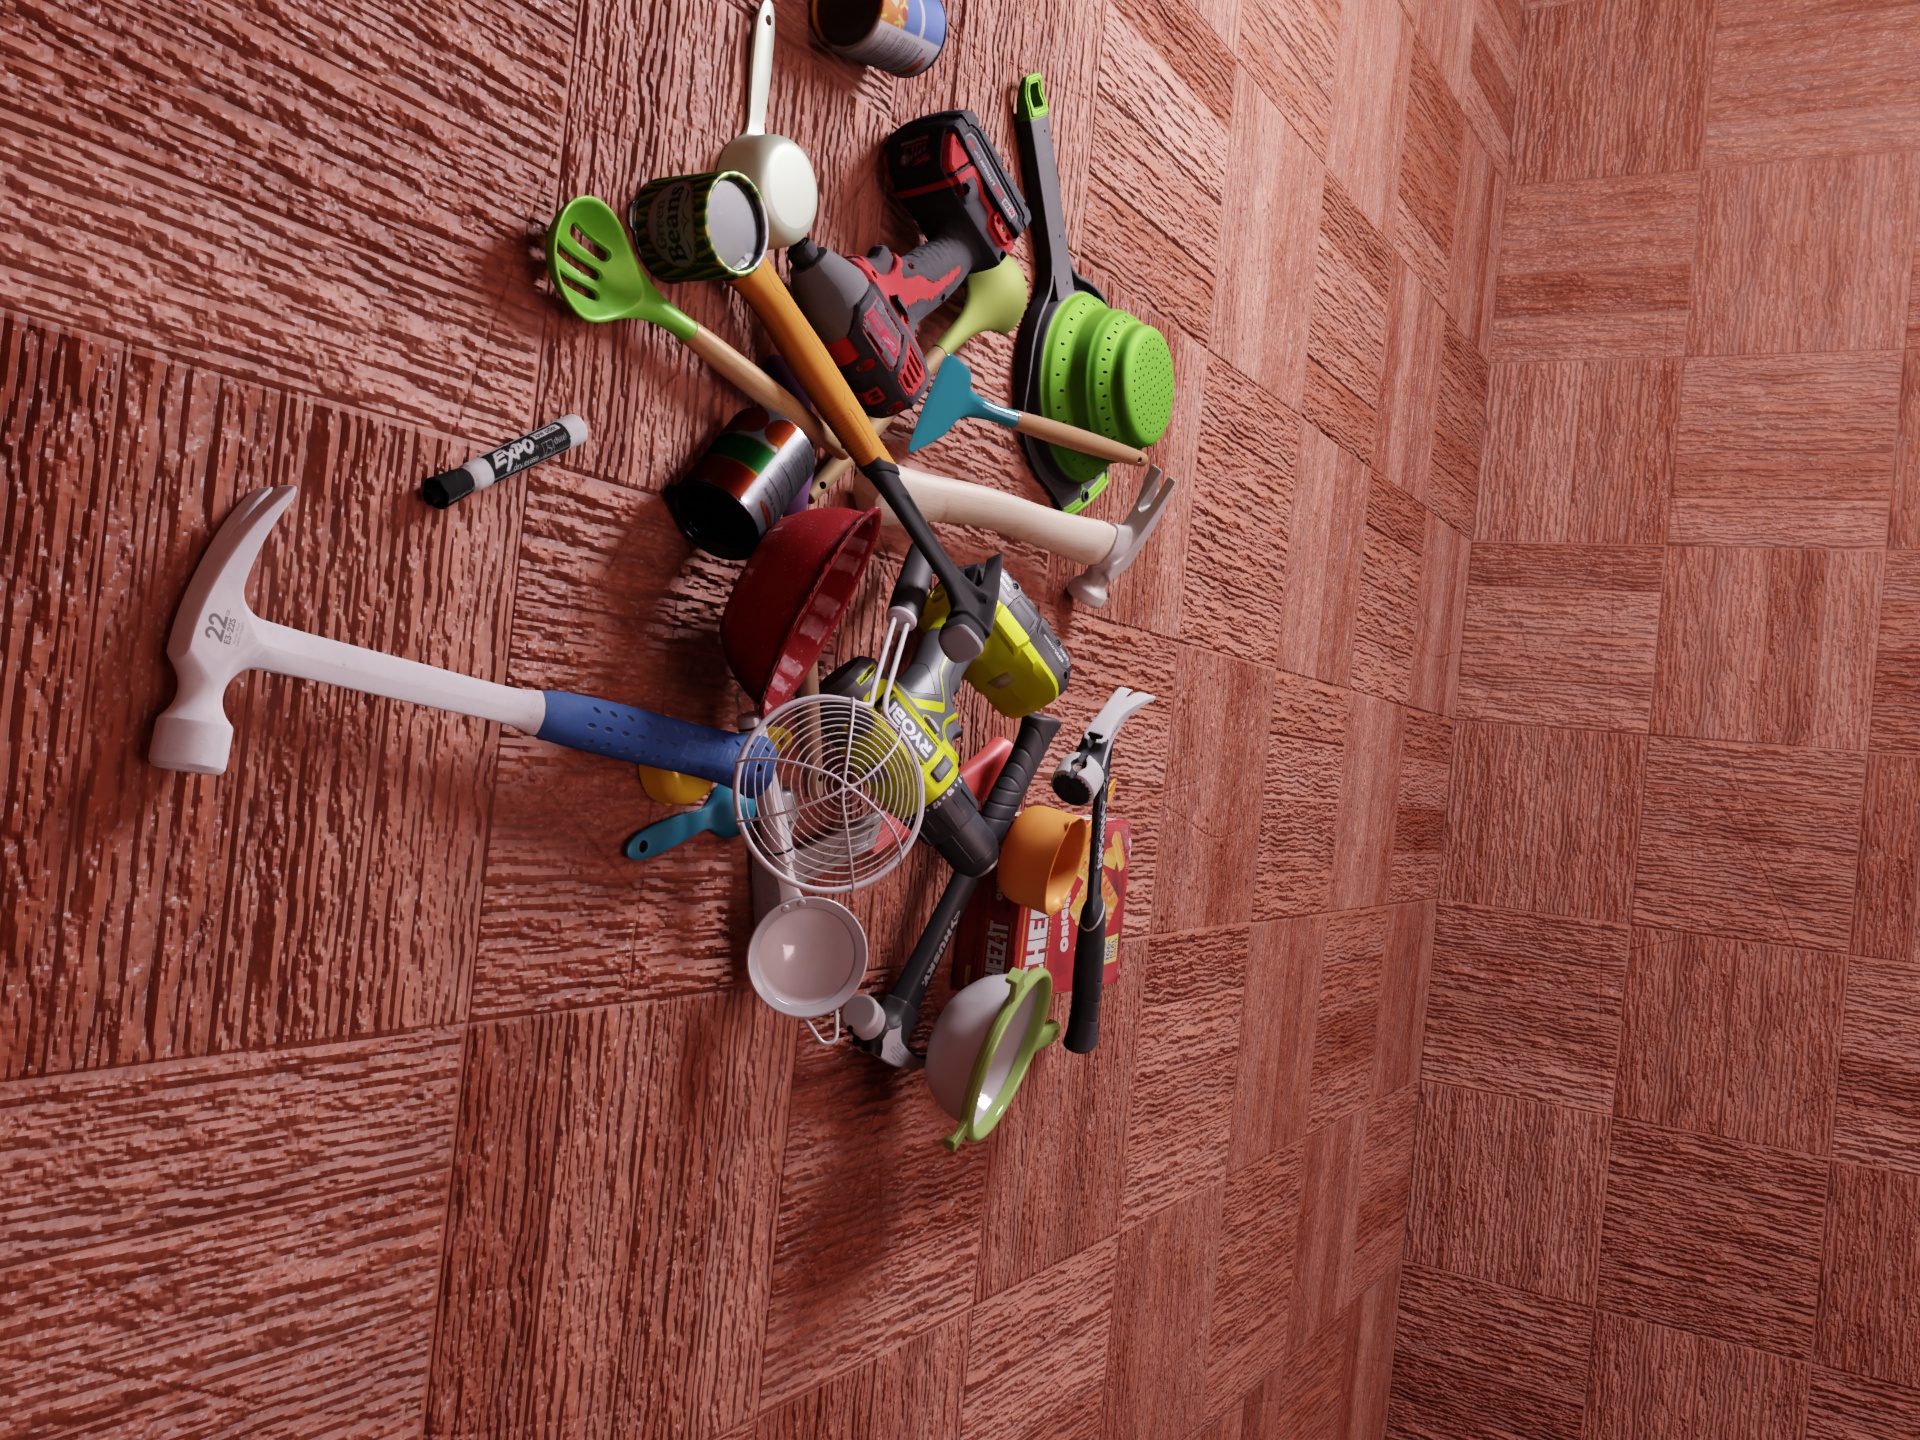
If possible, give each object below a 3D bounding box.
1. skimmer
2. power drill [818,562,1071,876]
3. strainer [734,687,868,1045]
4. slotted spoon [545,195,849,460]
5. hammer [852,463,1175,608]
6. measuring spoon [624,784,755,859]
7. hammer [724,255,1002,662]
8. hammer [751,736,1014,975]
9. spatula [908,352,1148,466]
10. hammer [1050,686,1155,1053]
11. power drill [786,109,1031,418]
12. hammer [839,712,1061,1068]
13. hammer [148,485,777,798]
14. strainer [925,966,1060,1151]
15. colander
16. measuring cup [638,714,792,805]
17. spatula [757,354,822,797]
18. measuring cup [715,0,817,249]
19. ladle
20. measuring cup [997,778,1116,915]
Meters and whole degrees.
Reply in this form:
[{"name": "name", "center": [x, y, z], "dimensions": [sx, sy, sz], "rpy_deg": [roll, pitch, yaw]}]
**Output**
[{"name": "skimmer", "center": [-0.067, -0.023, 1.126], "dimensions": [0.127, 0.090, 0.364], "rpy_deg": [32, 30, -12]}, {"name": "power drill", "center": [-0.002, -0.004, 1.259], "dimensions": [0.190, 0.080, 0.229], "rpy_deg": [52, 43, -13]}, {"name": "strainer", "center": [-0.123, 0.101, 1.109], "dimensions": [0.087, 0.050, 0.258], "rpy_deg": [-15, 103, -16]}, {"name": "slotted spoon", "center": [-0.163, -0.240, 1.039], "dimensions": [0.313, 0.031, 0.070], "rpy_deg": [30, 70, -55]}, {"name": "hammer", "center": [0.051, -0.182, 1.368], "dimensions": [0.410, 0.038, 0.146], "rpy_deg": [4, 123, -56]}, {"name": "measuring spoon", "center": [-0.178, 0.072, 1.078], "dimensions": [0.128, 0.021, 0.042], "rpy_deg": [-24, 115, -57]}, {"name": "hammer", "center": [-0.068, -0.202, 1.133], "dimensions": [0.336, 0.034, 0.127], "rpy_deg": [55, 26, -27]}, {"name": "hammer", "center": [-0.047, 0.088, 1.291], "dimensions": [0.359, 0.037, 0.149], "rpy_deg": [-22, 113, -56]}, {"name": "spatula", "center": [0.067, -0.244, 1.347], "dimensions": [0.317, 0.044, 0.082], "rpy_deg": [5, 115, -47]}, {"name": "hammer", "center": [0.115, 0.149, 1.371], "dimensions": [0.149, 0.036, 0.408], "rpy_deg": [-54, 154, -43]}, {"name": "power drill", "center": [-0.044, -0.347, 1.184], "dimensions": [0.143, 0.078, 0.220], "rpy_deg": [52, 55, -36]}, {"name": "hammer", "center": [0.005, 0.135, 1.332], "dimensions": [0.335, 0.035, 0.146], "rpy_deg": [-63, 153, -21]}, {"name": "hammer", "center": [-0.248, -0.012, 0.903], "dimensions": [0.405, 0.035, 0.144], "rpy_deg": [18, 78, -54]}, {"name": "strainer", "center": [0.029, 0.266, 1.348], "dimensions": [0.151, 0.069, 0.256], "rpy_deg": [-69, 163, 1]}, {"name": "colander", "center": [0.124, -0.383, 1.449], "dimensions": [0.204, 0.094, 0.396], "rpy_deg": [-44, 131, -48]}, {"name": "measuring cup", "center": [-0.158, 0.022, 1.096], "dimensions": [0.156, 0.029, 0.062], "rpy_deg": [-12, 105, -56]}, {"name": "spatula", "center": [-0.117, -0.102, 1.137], "dimensions": [0.059, 0.018, 0.316], "rpy_deg": [-7, 93, -55]}, {"name": "measuring cup", "center": [-0.125, -0.404, 1.078], "dimensions": [0.083, 0.038, 0.167], "rpy_deg": [-4, 100, -59]}, {"name": "ladle", "center": [-0.039, -0.272, 1.254], "dimensions": [0.078, 0.062, 0.320], "rpy_deg": [55, 54, -27]}, {"name": "measuring cup", "center": [0.084, 0.094, 1.371], "dimensions": [0.174, 0.052, 0.095], "rpy_deg": [-51, 151, -49]}]
